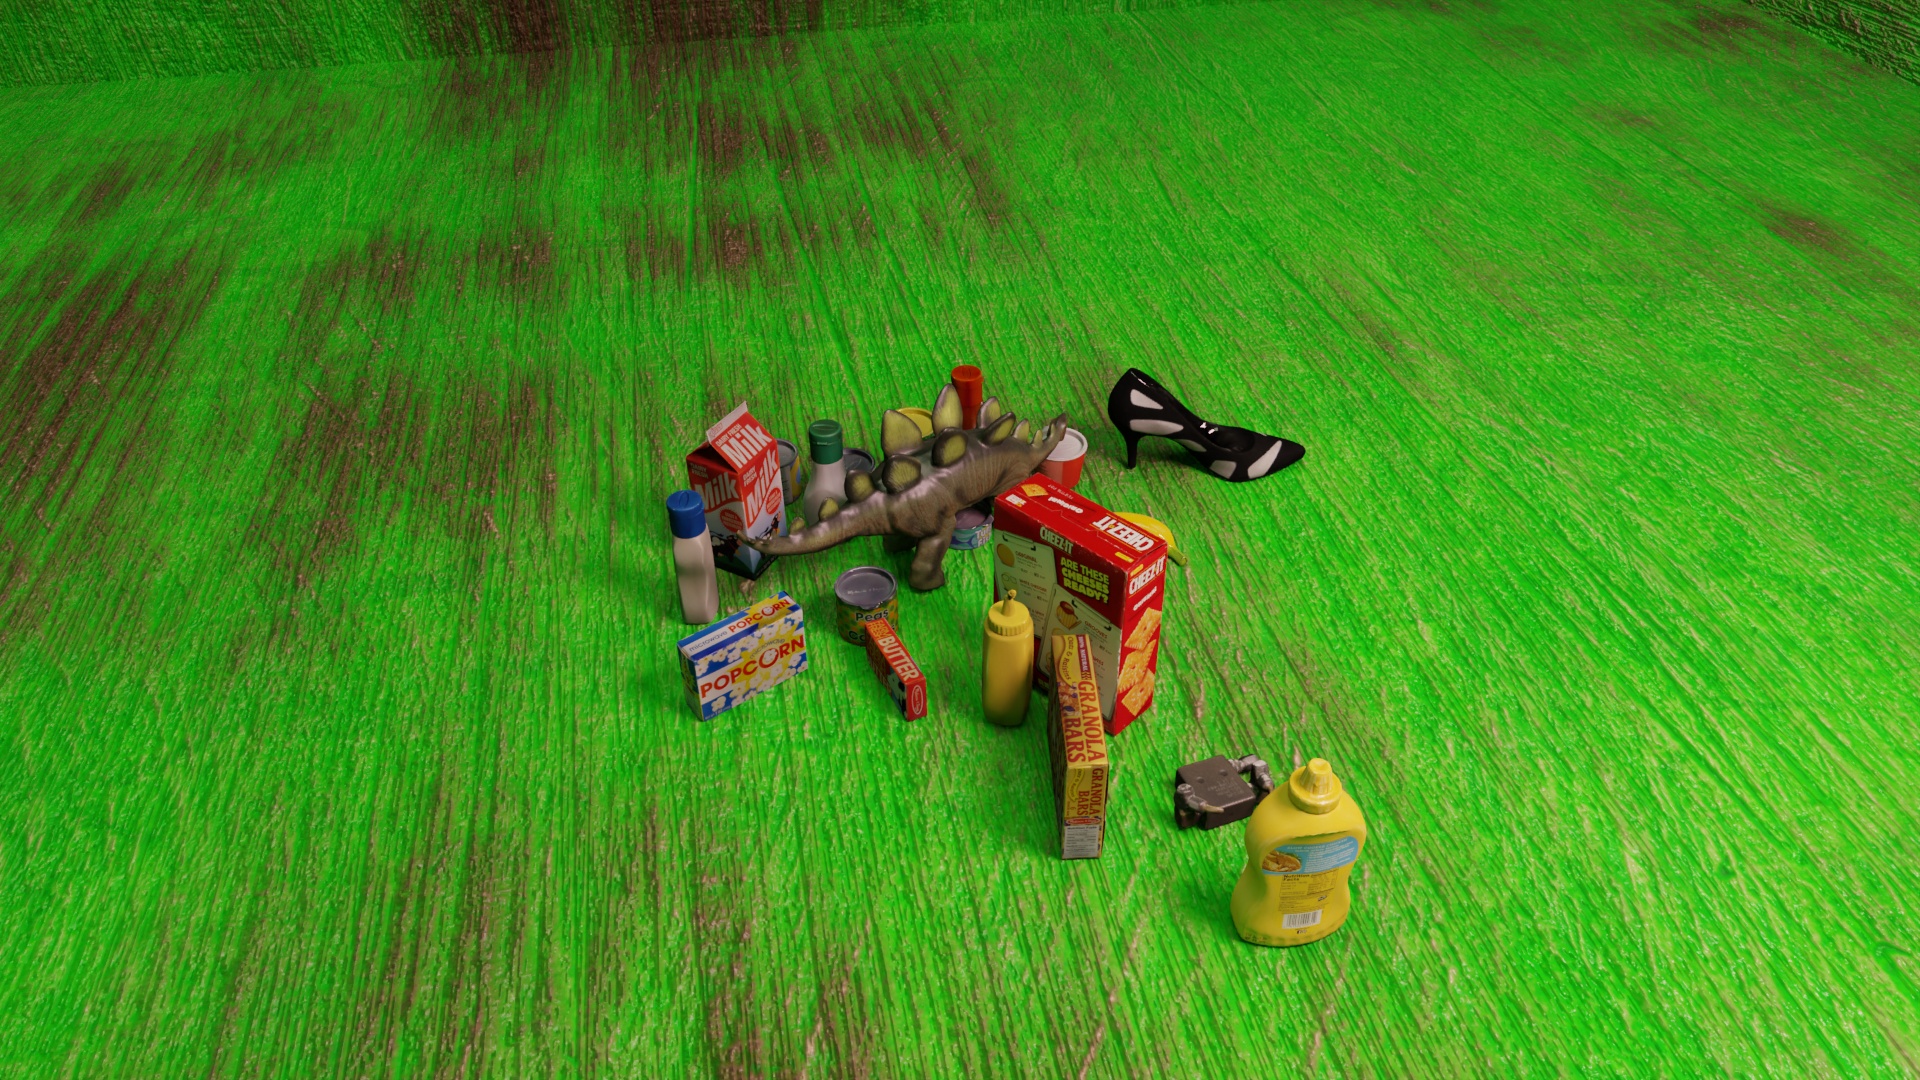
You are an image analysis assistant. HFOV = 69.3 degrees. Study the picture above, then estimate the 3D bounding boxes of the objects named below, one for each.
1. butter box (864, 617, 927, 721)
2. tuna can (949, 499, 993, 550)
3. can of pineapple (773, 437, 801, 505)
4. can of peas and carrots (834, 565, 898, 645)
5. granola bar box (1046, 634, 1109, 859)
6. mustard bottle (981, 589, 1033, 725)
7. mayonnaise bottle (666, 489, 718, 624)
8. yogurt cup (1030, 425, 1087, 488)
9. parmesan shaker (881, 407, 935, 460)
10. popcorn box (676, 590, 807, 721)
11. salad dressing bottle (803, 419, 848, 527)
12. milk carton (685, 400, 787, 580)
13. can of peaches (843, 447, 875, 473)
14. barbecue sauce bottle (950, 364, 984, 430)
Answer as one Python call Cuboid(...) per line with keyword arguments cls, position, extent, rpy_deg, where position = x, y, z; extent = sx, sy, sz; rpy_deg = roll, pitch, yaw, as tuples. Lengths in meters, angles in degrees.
Cuboid(cls="butter box", position=(-0.065, 0.128, 1.393), extent=(0.024, 0.052, 0.104), rpy_deg=(-17, 41, -20))
Cuboid(cls="tuna can", position=(0.006, -0.020, 1.597), extent=(0.071, 0.032, 0.071), rpy_deg=(0, 38, 0))
Cuboid(cls="can of pineapple", position=(-0.224, -0.082, 1.657), extent=(0.071, 0.057, 0.071), rpy_deg=(0, 38, 0))
Cuboid(cls="can of peas and carrots", position=(-0.098, 0.070, 1.462), extent=(0.071, 0.058, 0.071), rpy_deg=(0, 38, 0))
Cuboid(cls="granola bar box", position=(0.105, 0.185, 1.262), extent=(0.039, 0.123, 0.166), rpy_deg=(-1, 38, -1))
Cuboid(cls="mustard bottle", position=(0.045, 0.105, 1.335), extent=(0.049, 0.159, 0.066), rpy_deg=(6, 38, 8))
Cuboid(cls="mayonnaise bottle", position=(-0.282, 0.016, 1.461), extent=(0.041, 0.147, 0.065), rpy_deg=(-2, 38, -3))
Cuboid(cls="yogurt cup", position=(0.118, -0.097, 1.677), extent=(0.072, 0.053, 0.073), rpy_deg=(0, 38, 0))
Cuboid(cls="parmesan shaker", position=(-0.055, -0.097, 1.639), extent=(0.071, 0.102, 0.072), rpy_deg=(0, 38, 0))
Cuboid(cls="popcorn box", position=(-0.216, 0.115, 1.385), extent=(0.127, 0.084, 0.038), rpy_deg=(-27, 45, -29))
Cuboid(cls="salad dressing bottle", position=(-0.148, -0.066, 1.565), extent=(0.064, 0.146, 0.044), rpy_deg=(4, 38, 6))
Cuboid(cls="milk carton", position=(-0.245, -0.057, 1.519), extent=(0.073, 0.189, 0.073), rpy_deg=(18, 42, 22))
Cuboid(cls="can of peaches", position=(-0.134, -0.069, 1.640), extent=(0.071, 0.057, 0.071), rpy_deg=(0, 38, 0))
Cuboid(cls="barbecue sauce bottle", position=(0.008, -0.137, 1.653), extent=(0.044, 0.147, 0.065), rpy_deg=(-3, 38, -3))
